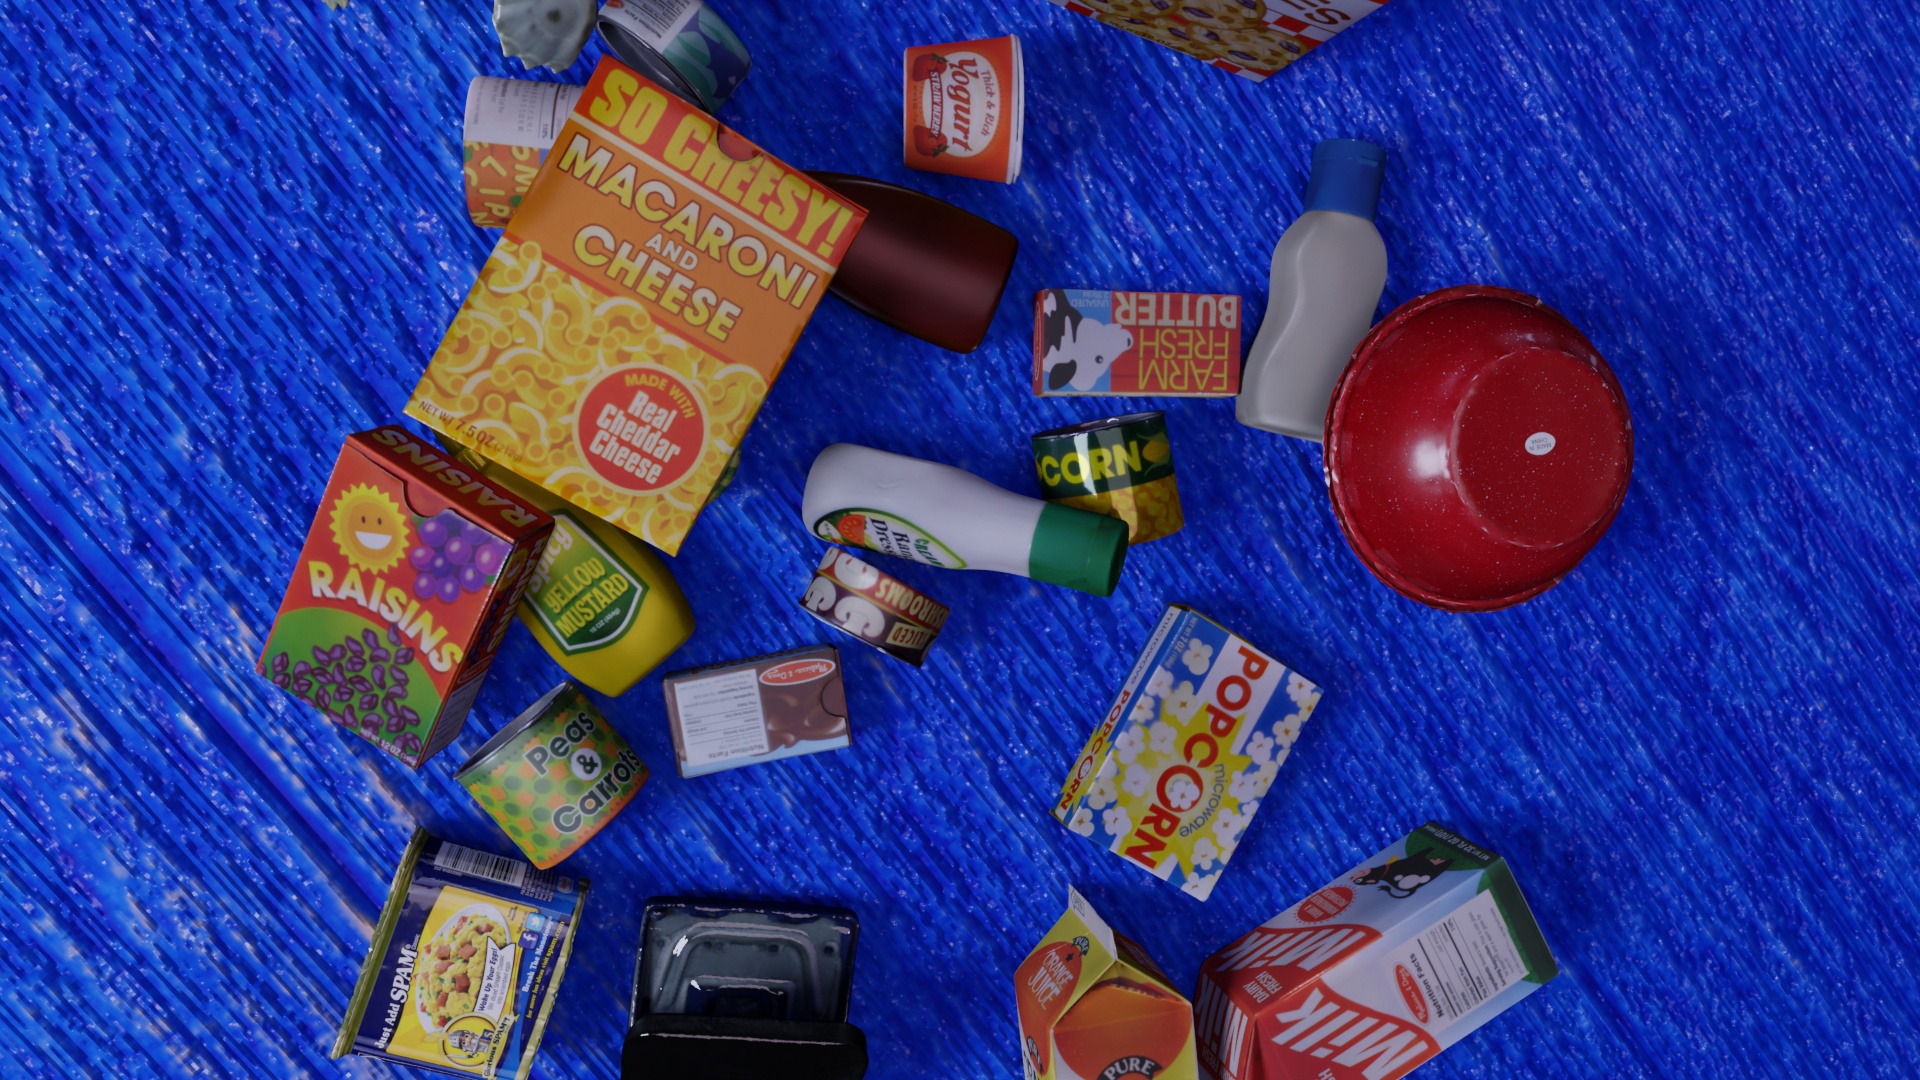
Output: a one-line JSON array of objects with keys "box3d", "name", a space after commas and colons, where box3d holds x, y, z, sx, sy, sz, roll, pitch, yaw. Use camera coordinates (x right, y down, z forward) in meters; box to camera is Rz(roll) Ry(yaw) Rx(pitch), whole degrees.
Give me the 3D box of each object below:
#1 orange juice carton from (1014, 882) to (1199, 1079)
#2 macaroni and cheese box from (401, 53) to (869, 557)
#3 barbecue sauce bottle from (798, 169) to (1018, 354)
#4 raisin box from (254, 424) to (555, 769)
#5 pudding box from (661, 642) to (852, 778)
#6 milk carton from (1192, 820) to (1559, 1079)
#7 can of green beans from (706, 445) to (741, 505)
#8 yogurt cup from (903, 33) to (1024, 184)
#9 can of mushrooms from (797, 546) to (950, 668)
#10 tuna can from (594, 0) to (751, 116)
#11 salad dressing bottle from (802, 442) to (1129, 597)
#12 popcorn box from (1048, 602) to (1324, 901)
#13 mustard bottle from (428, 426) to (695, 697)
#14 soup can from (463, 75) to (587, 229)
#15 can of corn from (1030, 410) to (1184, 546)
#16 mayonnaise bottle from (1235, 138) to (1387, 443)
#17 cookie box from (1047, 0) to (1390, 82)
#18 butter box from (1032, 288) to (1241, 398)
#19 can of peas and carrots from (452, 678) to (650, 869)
[{"box3d": [0.074, 0.274, 0.690, 0.073, 0.072, 0.192, -7, 95, -11], "name": "orange juice carton"}, {"box3d": [-0.132, -0.095, 0.579, 0.124, 0.040, 0.166, 29, 91, -12], "name": "macaroni and cheese box"}, {"box3d": [-0.051, -0.143, 0.655, 0.148, 0.043, 0.065, 21, 89, -11], "name": "barbecue sauce bottle"}, {"box3d": [-0.241, 0.024, 0.601, 0.086, 0.040, 0.123, 31, 109, 4], "name": "raisin box"}, {"box3d": [-0.097, 0.081, 0.666, 0.084, 0.030, 0.049, -10, 94, -10], "name": "pudding box"}, {"box3d": [0.196, 0.230, 0.711, 0.191, 0.072, 0.073, -29, 98, -9], "name": "milk carton"}, {"box3d": [-0.134, -0.045, 0.637, 0.071, 0.058, 0.071, -1, 94, -11], "name": "can of green beans"}, {"box3d": [0.000, -0.202, 0.652, 0.054, 0.072, 0.072, 0, 94, -3], "name": "yogurt cup"}, {"box3d": [-0.039, 0.032, 0.654, 0.071, 0.071, 0.033, 29, 87, -11], "name": "can of mushrooms"}, {"box3d": [-0.128, -0.222, 0.626, 0.071, 0.071, 0.033, 39, 85, -11], "name": "tuna can"}, {"box3d": [0.002, -0.008, 0.642, 0.148, 0.064, 0.044, 13, 67, 15], "name": "salad dressing bottle"}, {"box3d": [0.114, 0.106, 0.704, 0.085, 0.038, 0.126, 31, 87, -12], "name": "popcorn box"}, {"box3d": [-0.192, -0.002, 0.633, 0.065, 0.049, 0.160, -42, 100, -4], "name": "mustard bottle"}, {"box3d": [-0.173, -0.167, 0.620, 0.084, 0.071, 0.071, 2, 93, -10], "name": "soup can"}, {"box3d": [0.071, -0.028, 0.672, 0.071, 0.071, 0.058, -13, 97, -10], "name": "can of corn"}, {"box3d": [0.184, -0.126, 0.704, 0.065, 0.041, 0.148, 12, 90, -17], "name": "mayonnaise bottle"}, {"box3d": [0.116, -0.260, 0.617, 0.123, 0.167, 0.040, 17, 91, -11], "name": "cookie box"}, {"box3d": [0.088, -0.098, 0.695, 0.103, 0.024, 0.053, -1, 94, -11], "name": "butter box"}, {"box3d": [-0.183, 0.105, 0.631, 0.071, 0.071, 0.058, -40, 101, -6], "name": "can of peas and carrots"}]
